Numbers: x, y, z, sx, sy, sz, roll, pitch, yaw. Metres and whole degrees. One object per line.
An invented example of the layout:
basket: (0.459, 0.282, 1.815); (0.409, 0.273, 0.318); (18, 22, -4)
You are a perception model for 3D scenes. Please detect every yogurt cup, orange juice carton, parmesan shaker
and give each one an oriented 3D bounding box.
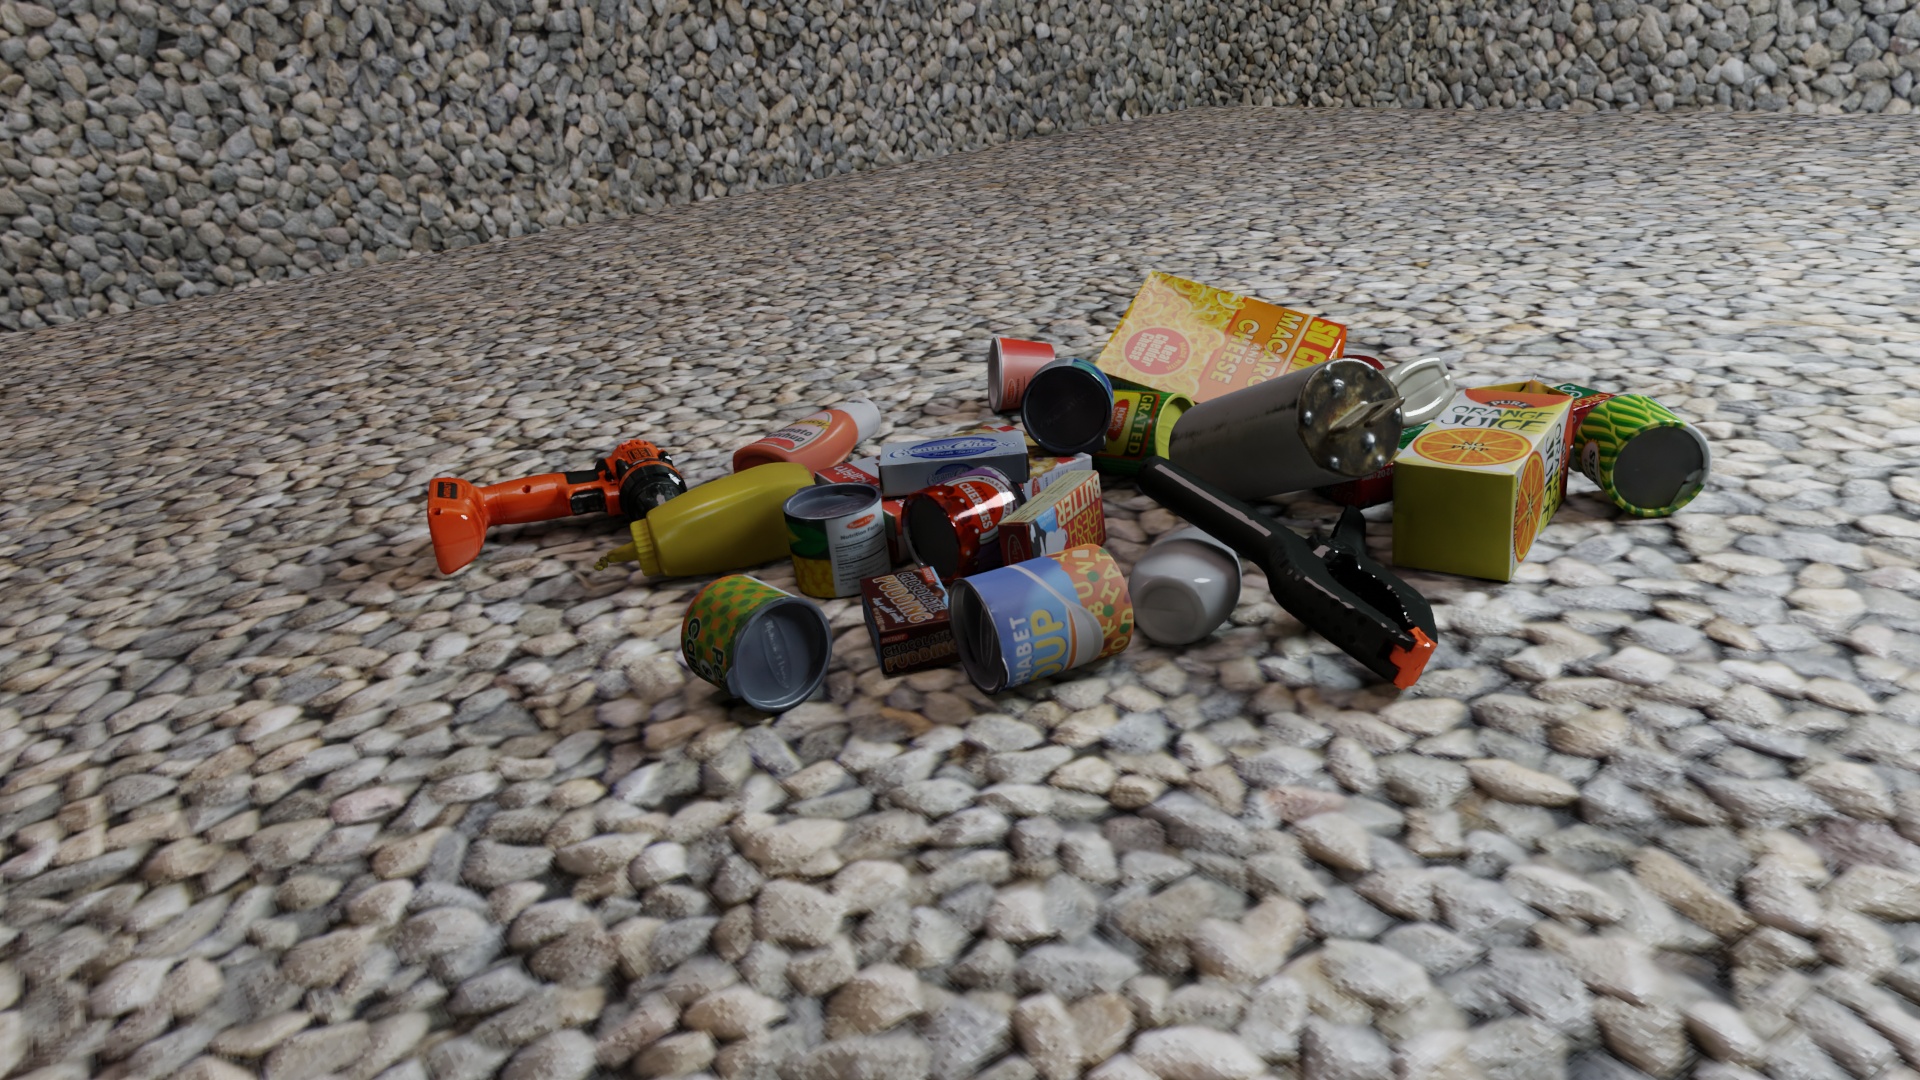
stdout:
yogurt cup: (0.056, -0.150, 1.252); (0.054, 0.072, 0.072); (-1, 21, -7)
orange juice carton: (0.345, -0.047, 0.899); (0.073, 0.071, 0.193); (9, 27, 34)
parmesan shaker: (0.120, -0.080, 1.057); (0.103, 0.071, 0.071); (8, 26, 37)

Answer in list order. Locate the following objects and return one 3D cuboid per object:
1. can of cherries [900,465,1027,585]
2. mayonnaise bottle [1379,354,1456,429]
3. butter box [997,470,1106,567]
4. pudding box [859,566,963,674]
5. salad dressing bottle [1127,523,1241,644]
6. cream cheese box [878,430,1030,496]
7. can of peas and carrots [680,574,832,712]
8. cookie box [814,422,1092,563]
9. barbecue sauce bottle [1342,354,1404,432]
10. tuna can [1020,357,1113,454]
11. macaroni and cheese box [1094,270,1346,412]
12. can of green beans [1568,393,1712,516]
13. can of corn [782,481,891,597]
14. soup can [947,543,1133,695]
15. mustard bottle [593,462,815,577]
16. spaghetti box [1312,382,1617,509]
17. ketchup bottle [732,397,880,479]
can of cherries: (0.003, -0.011, 0.913); (0.058, 0.071, 0.071); (-22, 26, -32)
mayonnaise bottle: (0.266, -0.087, 0.949); (0.065, 0.041, 0.148); (-28, 4, -23)
butter box: (0.062, -0.005, 0.905); (0.024, 0.053, 0.104); (3, 23, 31)
pudding box: (-0.030, 0.047, 0.832); (0.050, 0.030, 0.084); (-9, 22, -9)
salad dressing bottle: (0.146, 0.014, 0.848); (0.064, 0.043, 0.148); (5, 23, 23)
cream cheese box: (-0.005, -0.054, 0.974); (0.104, 0.024, 0.053); (-5, 21, 0)
can of peas and carrots: (-0.117, 0.058, 0.783); (0.071, 0.070, 0.059); (-23, 26, -35)
cookie box: (-0.006, -0.038, 1.024); (0.168, 0.040, 0.123); (-18, 25, -27)
barbecue sauce bottle: (0.314, -0.105, 1.091); (0.065, 0.043, 0.149); (-11, 22, 9)
tuna can: (0.080, -0.096, 1.009); (0.071, 0.070, 0.033); (-2, 20, 11)
macaroni and cheese box: (0.203, -0.140, 1.092); (0.166, 0.040, 0.124); (20, 58, 20)
can of green beans: (0.441, -0.055, 0.900); (0.071, 0.071, 0.058); (-5, 22, 5)
can of corn: (-0.083, -0.002, 0.929); (0.071, 0.058, 0.071); (-6, 22, 2)
soup can: (0.046, 0.044, 0.771); (0.084, 0.071, 0.071); (-15, 23, -21)
mustard bottle: (-0.177, -0.008, 0.969); (0.160, 0.065, 0.049); (-16, 27, -12)
spaghetti box: (0.371, -0.071, 1.010); (0.251, 0.028, 0.050); (-16, 24, -21)
ketchup bottle: (-0.121, -0.080, 1.156); (0.065, 0.043, 0.149); (6, 25, 30)
